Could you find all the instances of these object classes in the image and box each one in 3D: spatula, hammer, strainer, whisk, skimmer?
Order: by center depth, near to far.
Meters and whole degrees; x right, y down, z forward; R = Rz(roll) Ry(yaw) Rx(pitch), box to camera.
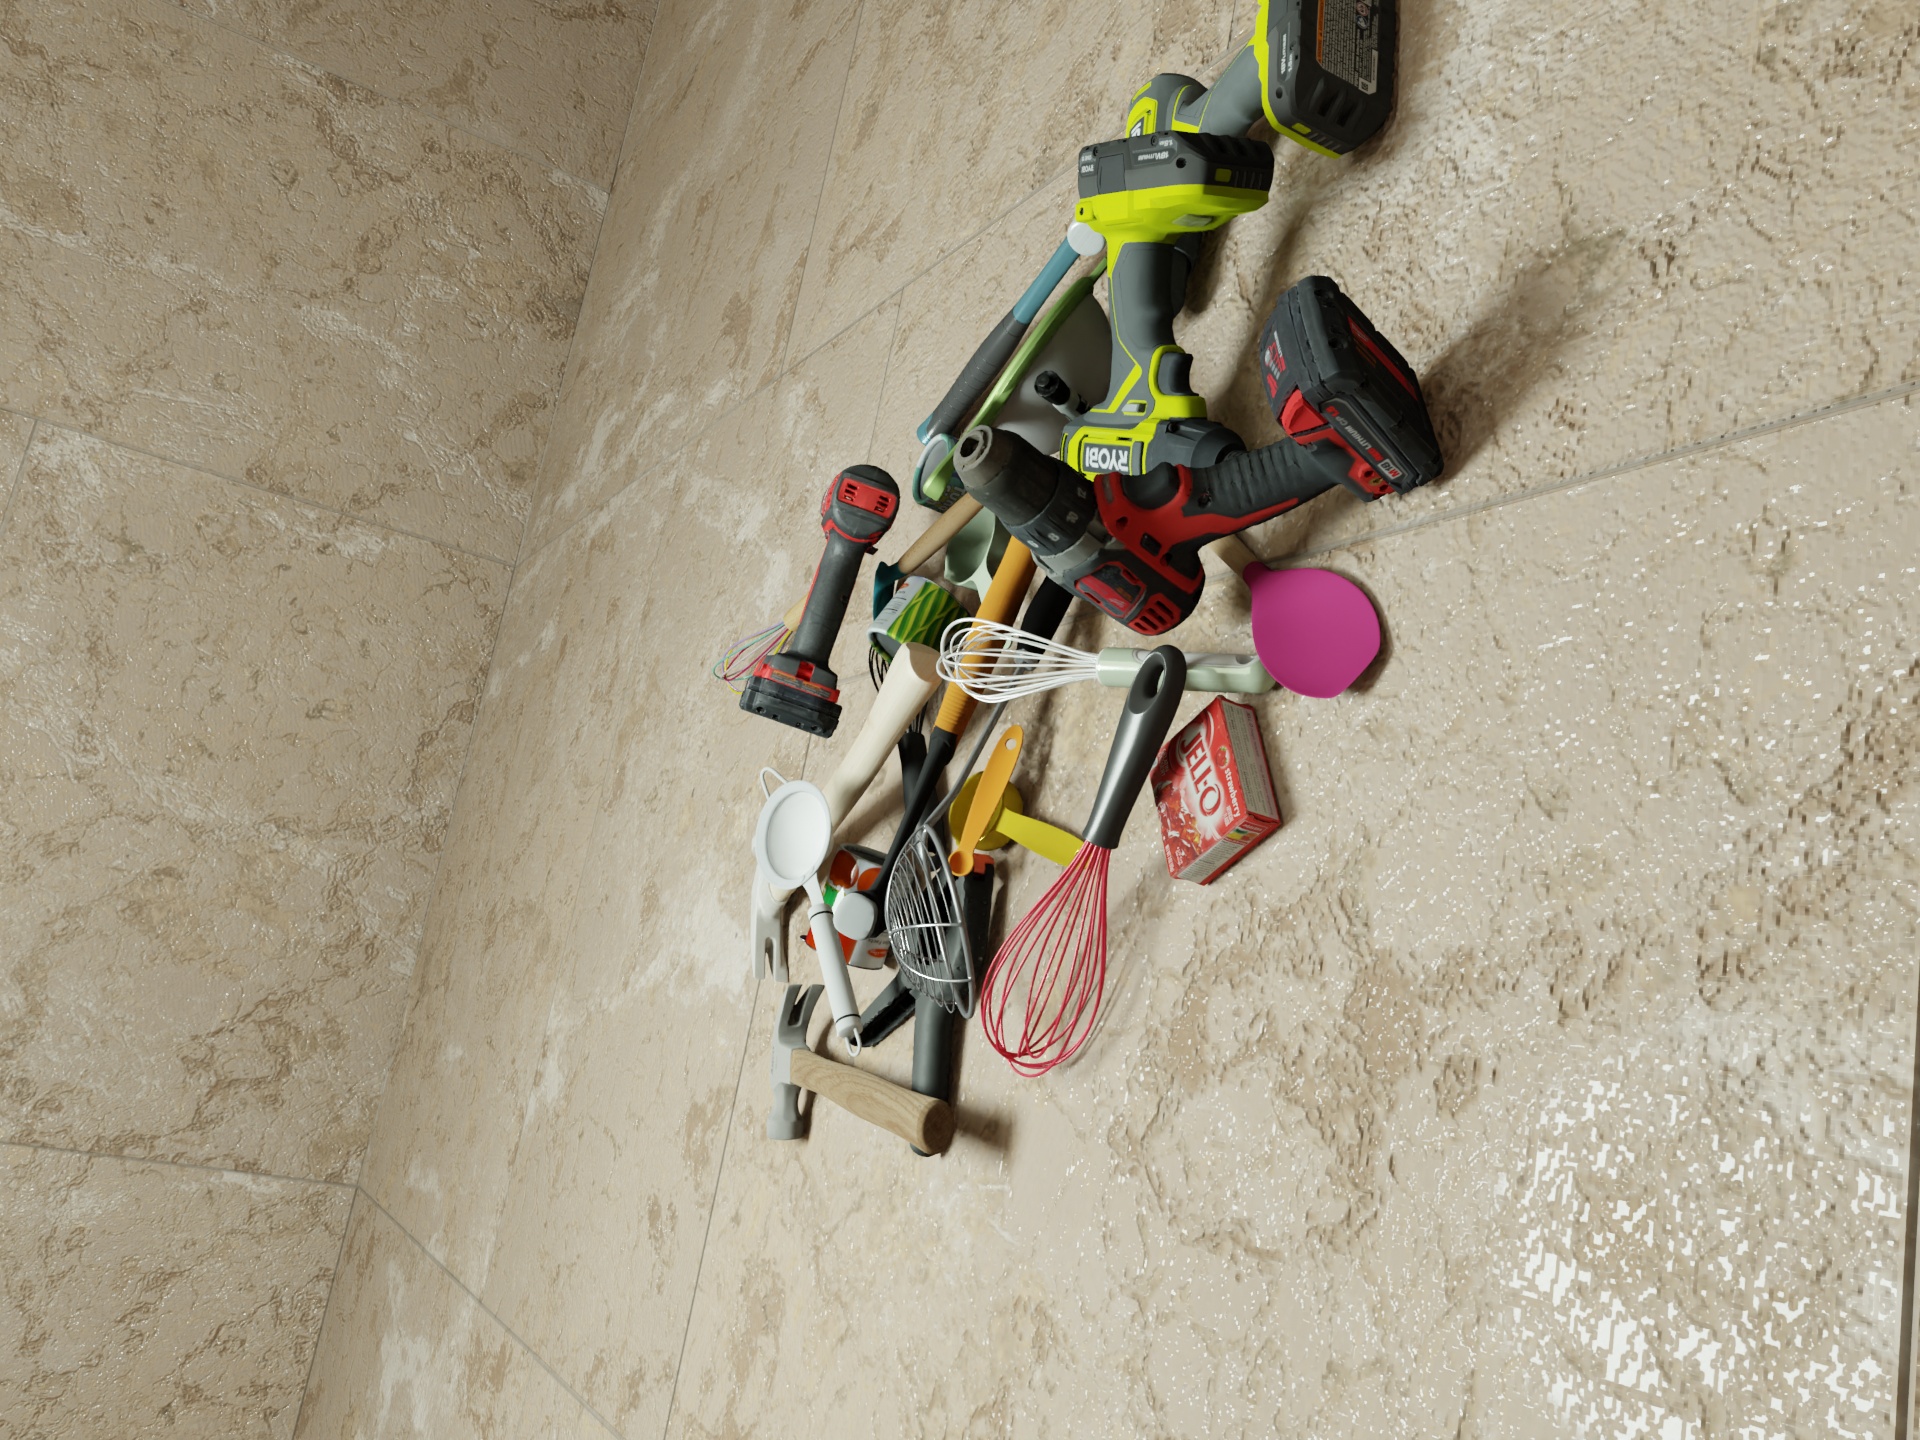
[{"bbox_3d":[0.078,0.090,0.975,0.073,0.073,0.295,49,124,59],"label":"whisk"},{"bbox_3d":[0.085,-0.035,1.001,0.246,0.058,0.059,4,117,37],"label":"whisk"},{"bbox_3d":[0.045,0.022,1.087,0.363,0.090,0.127,-63,-5,-20],"label":"skimmer"},{"bbox_3d":[0.052,-0.216,1.144,0.151,0.069,0.256,-53,2,47],"label":"strainer"},{"bbox_3d":[-0.002,-0.004,1.148,0.127,0.034,0.337,-11,-55,-79],"label":"hammer"},{"bbox_3d":[-0.083,0.271,1.184,0.331,0.031,0.130,172,101,-65],"label":"hammer"},{"bbox_3d":[-0.107,0.142,1.208,0.087,0.050,0.259,-42,47,27],"label":"strainer"},{"bbox_3d":[-0.037,0.017,1.289,0.055,0.055,0.239,-46,43,42],"label":"whisk"},{"bbox_3d":[-0.025,-0.134,1.296,0.317,0.044,0.082,147,134,-63],"label":"spatula"},{"bbox_3d":[0.045,-0.326,1.306,0.331,0.033,0.128,-45,15,51],"label":"hammer"},{"bbox_3d":[-0.102,0.074,1.316,0.410,0.038,0.146,126,147,-50],"label":"hammer"},{"bbox_3d":[-0.186,-0.094,1.632,0.245,0.051,0.047,-36,39,45],"label":"whisk"}]

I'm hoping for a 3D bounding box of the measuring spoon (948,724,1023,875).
[{"bbox_3d":[0.020,0.057,1.131,0.021,0.011,0.117,18,79,27],"label":"measuring spoon"}]

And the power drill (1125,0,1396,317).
[{"bbox_3d":[0.183,-0.388,1.071,0.228,0.080,0.191,-26,52,58],"label":"power drill"}]

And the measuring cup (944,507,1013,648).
[{"bbox_3d":[0.032,-0.108,1.238,0.083,0.038,0.168,-54,34,32],"label":"measuring cup"}]

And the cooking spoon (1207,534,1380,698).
[{"bbox_3d":[0.172,-0.103,0.990,0.068,0.017,0.319,-49,33,14],"label":"cooking spoon"}]

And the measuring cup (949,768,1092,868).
[{"bbox_3d":[0.049,0.079,1.118,0.157,0.029,0.062,22,86,51],"label":"measuring cup"}]

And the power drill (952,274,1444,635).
[{"bbox_3d":[0.127,-0.146,0.882,0.226,0.187,0.080,-30,47,32],"label":"power drill"}]

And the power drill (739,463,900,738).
[{"bbox_3d":[-0.111,-0.101,1.321,0.143,0.078,0.220,-174,103,-80],"label":"power drill"}]

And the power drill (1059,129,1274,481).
[{"bbox_3d":[0.133,-0.248,1.005,0.171,0.080,0.223,21,113,57],"label":"power drill"}]
